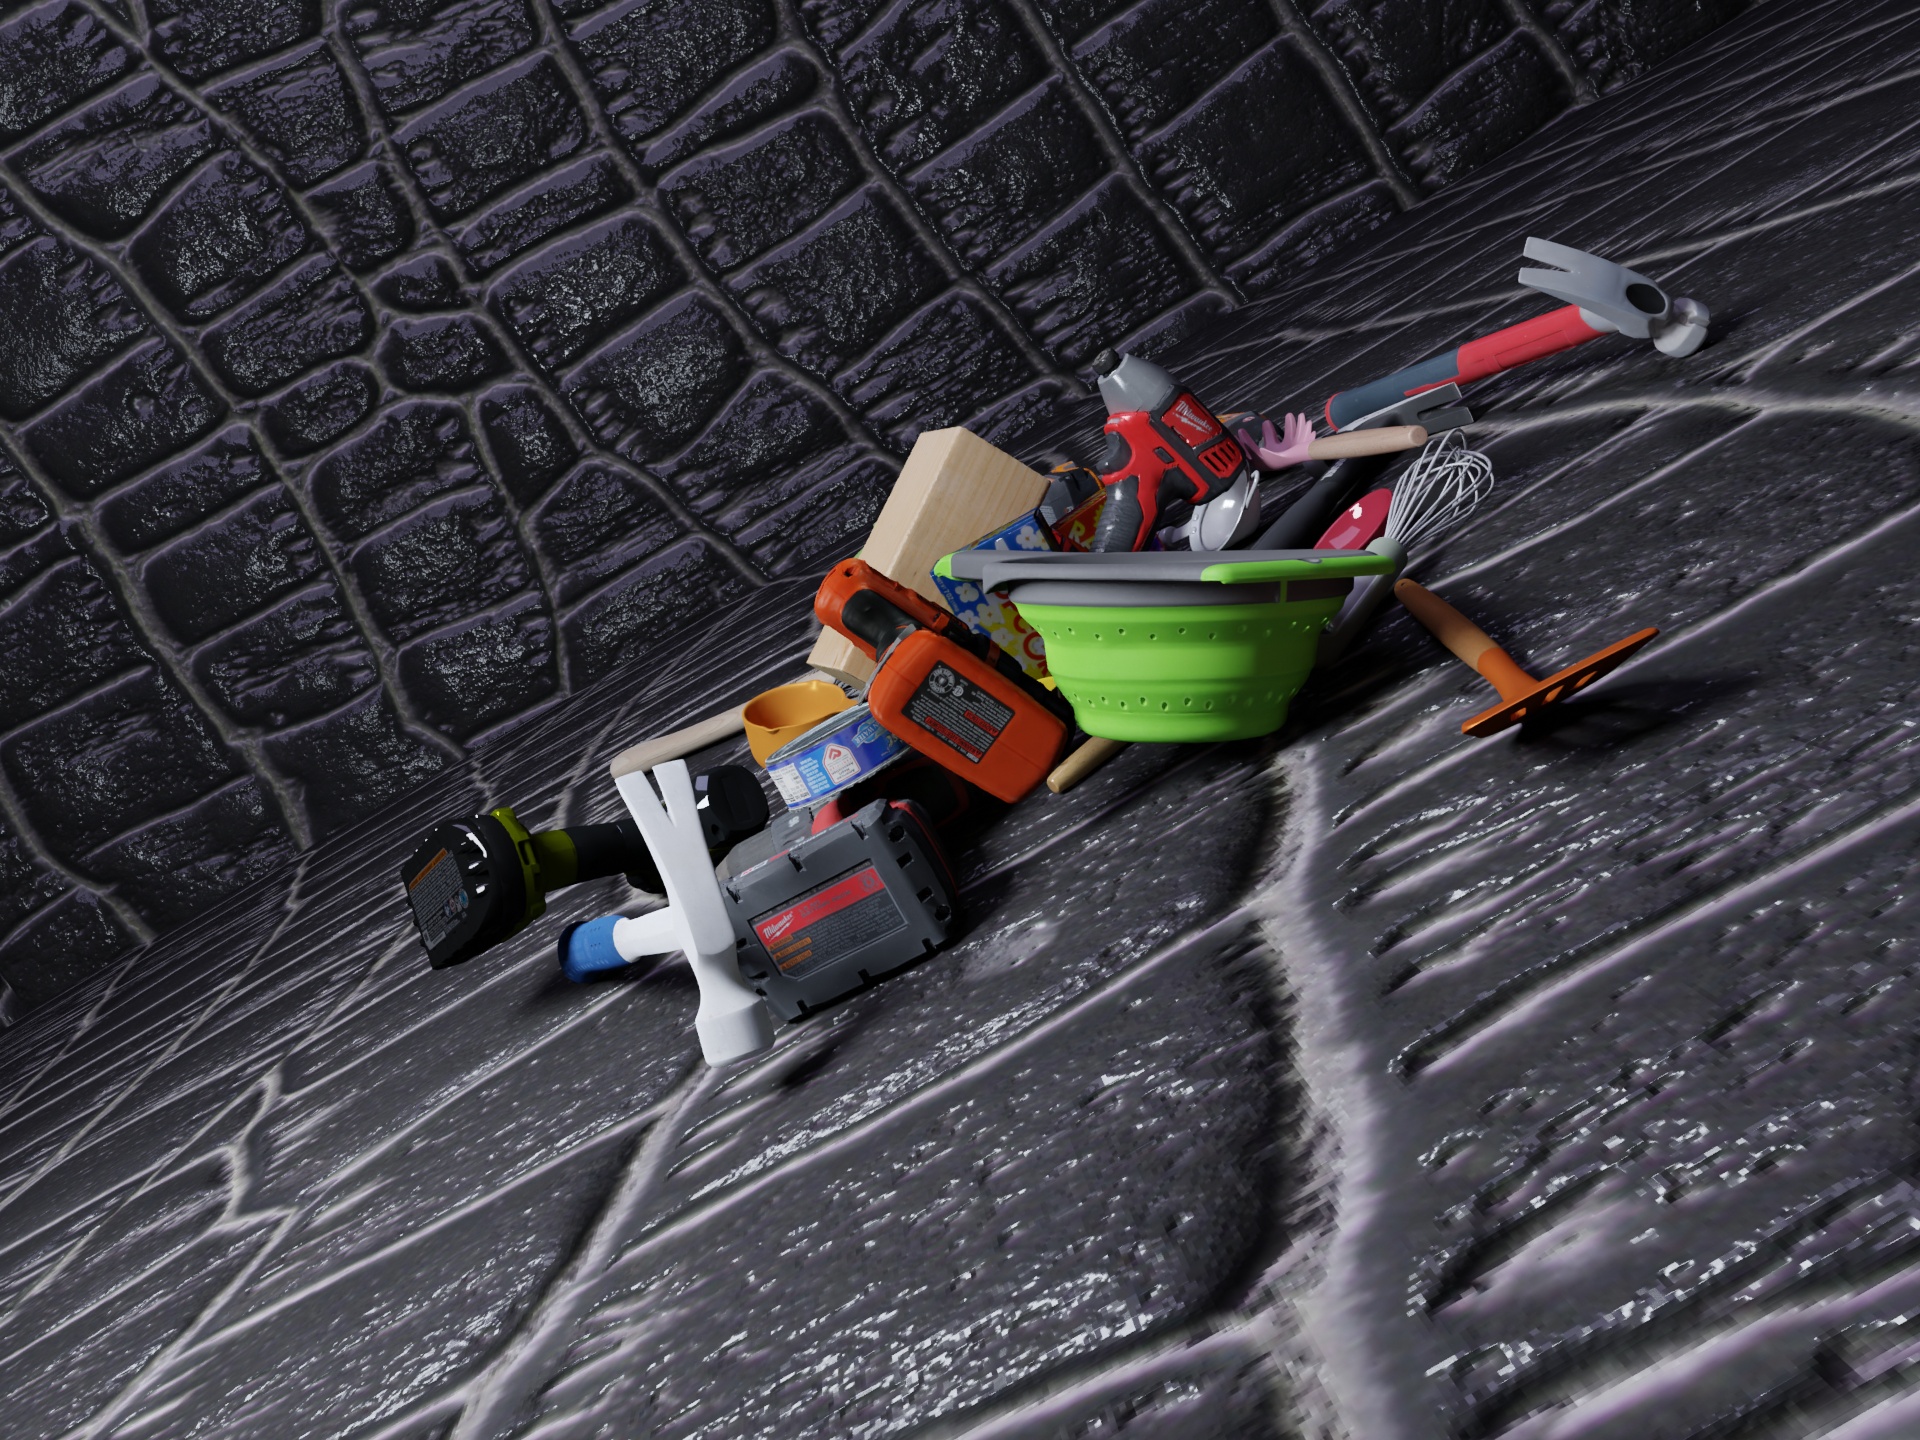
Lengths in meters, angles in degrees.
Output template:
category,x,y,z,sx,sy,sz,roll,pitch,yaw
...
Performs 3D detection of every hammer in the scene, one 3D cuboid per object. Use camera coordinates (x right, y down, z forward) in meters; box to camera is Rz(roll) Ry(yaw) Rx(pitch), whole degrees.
category,x,y,z,sx,sy,sz,roll,pitch,yaw
hammer,-0.228,-0.002,1.663,0.410,0.038,0.146,-22,16,34
hammer,0.378,-0.279,1.221,0.386,0.143,0.038,178,107,-73
hammer,0.267,-0.161,1.170,0.146,0.035,0.335,-20,17,42
hammer,-0.189,0.119,0.912,0.035,0.144,0.405,-16,-4,-23

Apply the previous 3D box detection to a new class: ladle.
category,x,y,z,sx,sy,sz,roll,pitch,yaw
ladle,0.168,-0.050,0.986,0.315,0.031,0.069,-38,8,-23

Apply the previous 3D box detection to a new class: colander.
category,x,y,z,sx,sy,sz,roll,pitch,yaw
colander,0.080,-0.049,0.906,0.204,0.094,0.397,-5,8,-25

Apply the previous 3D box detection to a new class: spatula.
category,x,y,z,sx,sy,sz,roll,pitch,yaw
spatula,0.242,-0.041,0.751,0.081,0.041,0.323,-29,12,10

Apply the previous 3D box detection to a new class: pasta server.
category,x,y,z,sx,sy,sz,roll,pitch,yaw
pasta server,0.264,-0.203,1.145,0.060,0.040,0.316,-18,9,-4

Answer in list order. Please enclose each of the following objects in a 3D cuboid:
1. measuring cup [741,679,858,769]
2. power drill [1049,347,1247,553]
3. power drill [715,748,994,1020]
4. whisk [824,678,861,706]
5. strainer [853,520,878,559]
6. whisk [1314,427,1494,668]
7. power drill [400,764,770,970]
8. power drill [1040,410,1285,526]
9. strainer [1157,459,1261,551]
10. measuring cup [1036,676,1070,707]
category,x,y,z,sx,sy,sz,roll,pitch,yaw
measuring cup,-0.096,0.010,1.318,0.173,0.052,0.095,2,28,20
power drill,0.110,-0.168,1.199,0.220,0.143,0.078,-54,21,-15
power drill,-0.075,0.084,0.910,0.188,0.080,0.227,-27,10,11
whisk,-0.035,-0.037,1.322,0.239,0.055,0.055,-18,17,46
strainer,0.014,-0.103,1.372,0.256,0.069,0.151,-6,-40,-36
whisk,0.259,-0.104,0.950,0.058,0.059,0.246,14,43,32
power drill,-0.265,0.102,1.121,0.223,0.080,0.171,-12,-16,-41
power drill,0.185,-0.220,1.451,0.226,0.084,0.164,-22,12,-6
strainer,0.181,-0.154,1.325,0.258,0.050,0.087,-20,53,58
measuring cup,0.004,0.019,1.074,0.156,0.029,0.062,-29,13,6
